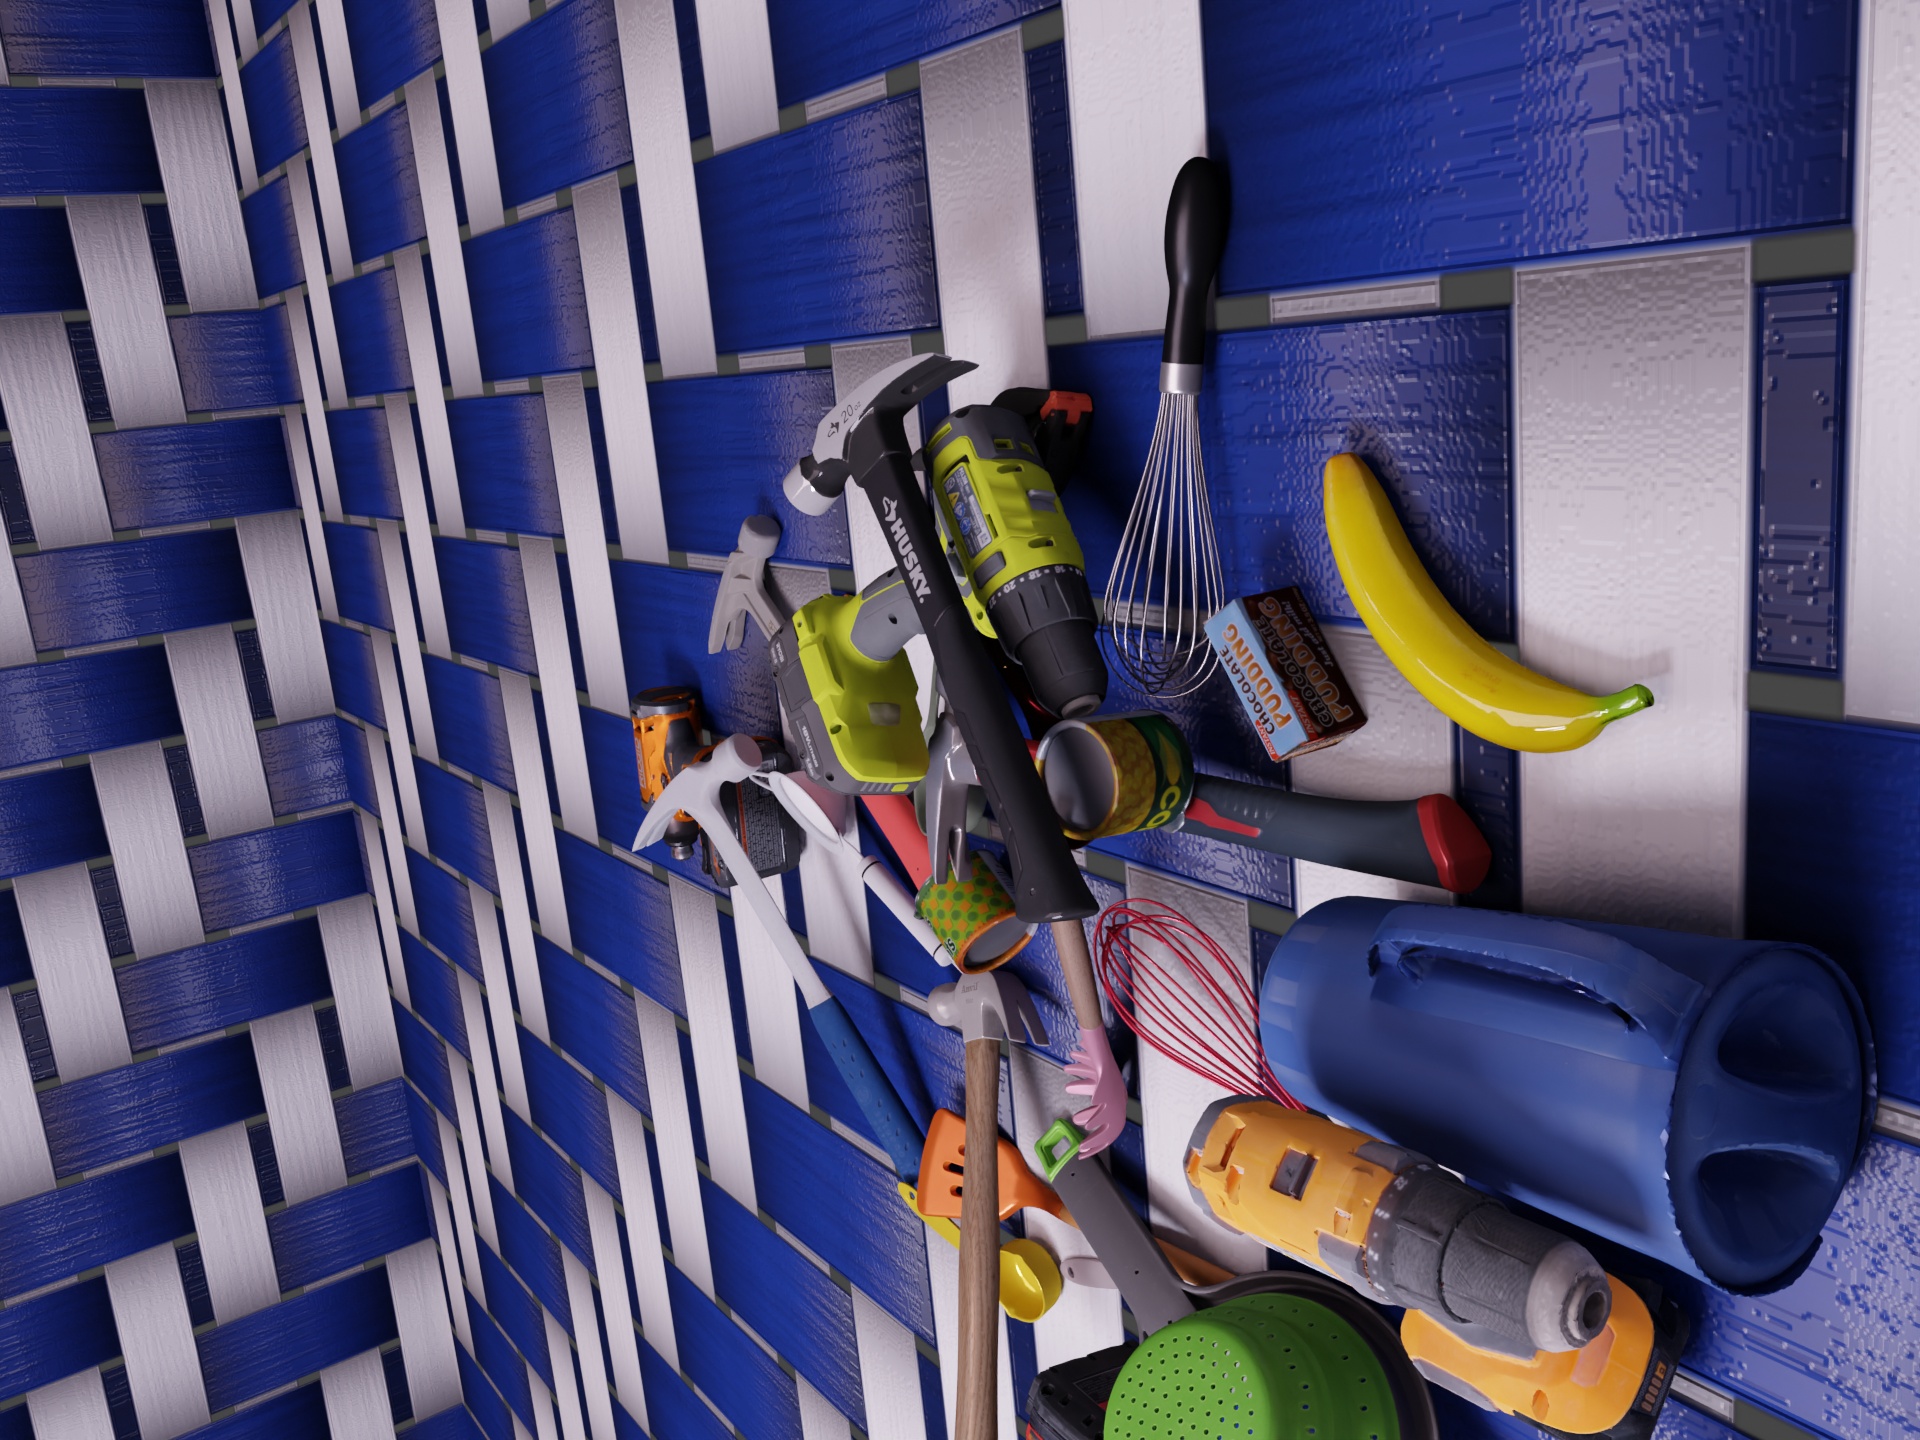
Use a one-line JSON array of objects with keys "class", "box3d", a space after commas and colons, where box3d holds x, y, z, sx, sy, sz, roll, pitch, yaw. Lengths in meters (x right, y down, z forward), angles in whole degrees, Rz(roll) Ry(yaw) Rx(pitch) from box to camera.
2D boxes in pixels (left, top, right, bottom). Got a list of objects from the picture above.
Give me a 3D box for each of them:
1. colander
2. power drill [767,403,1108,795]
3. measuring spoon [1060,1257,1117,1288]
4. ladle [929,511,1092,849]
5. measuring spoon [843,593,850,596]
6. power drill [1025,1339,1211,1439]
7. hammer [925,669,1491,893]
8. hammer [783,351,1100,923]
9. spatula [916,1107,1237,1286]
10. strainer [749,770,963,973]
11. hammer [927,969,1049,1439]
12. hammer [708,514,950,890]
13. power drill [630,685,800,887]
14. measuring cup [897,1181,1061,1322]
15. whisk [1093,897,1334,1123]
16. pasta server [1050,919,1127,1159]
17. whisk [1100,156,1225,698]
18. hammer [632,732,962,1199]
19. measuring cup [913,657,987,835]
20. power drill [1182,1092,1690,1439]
[{"class": "colander", "box3d": [0.115, 0.355, 0.925, 0.204, 0.094, 0.398, -48, 35, 5]}, {"class": "power drill", "box3d": [-0.011, -0.047, 0.944, 0.228, 0.080, 0.191, -40, 60, 40]}, {"class": "measuring spoon", "box3d": [0.100, 0.385, 1.095, 0.124, 0.018, 0.034, -24, 82, 57]}, {"class": "ladle", "box3d": [0.020, -0.052, 1.045, 0.069, 0.031, 0.316, -52, 56, 39]}, {"class": "measuring spoon", "box3d": [-0.062, -0.047, 1.187, 0.117, 0.011, 0.021, 65, 146, 23]}, {"class": "power drill", "box3d": [0.093, 0.534, 1.053, 0.080, 0.187, 0.226, 27, 105, 43]}, {"class": "hammer", "box3d": [0.114, 0.058, 0.894, 0.386, 0.038, 0.143, 11, 102, 48]}, {"class": "hammer", "box3d": [0.001, -0.044, 0.854, 0.146, 0.035, 0.335, -41, 61, 38]}, {"class": "spatula", "box3d": [0.082, 0.342, 1.085, 0.323, 0.041, 0.081, 4, 81, 54]}, {"class": "strainer", "box3d": [-0.074, 0.108, 1.232, 0.259, 0.050, 0.086, 44, 161, 30]}, {"class": "hammer", "box3d": [0.015, 0.333, 1.078, 0.130, 0.031, 0.331, -33, 50, 57]}, {"class": "hammer", "box3d": [-0.099, 0.009, 1.235, 0.359, 0.036, 0.149, 55, 142, 30]}, {"class": "power drill", "box3d": [-0.223, 0.070, 1.407, 0.227, 0.084, 0.164, 24, 122, 55]}, {"class": "measuring cup", "box3d": [0.014, 0.388, 1.194, 0.157, 0.029, 0.062, 30, 126, 37]}, {"class": "whisk", "box3d": [0.177, 0.208, 0.883, 0.296, 0.073, 0.073, 45, 137, 30]}, {"class": "pasta server", "box3d": [0.066, 0.165, 0.949, 0.315, 0.040, 0.060, 75, -176, -45]}, {"class": "whisk", "box3d": [0.113, -0.150, 0.845, 0.070, 0.070, 0.284, 22, 115, 51]}, {"class": "hammer", "box3d": [-0.119, 0.215, 1.259, 0.144, 0.035, 0.405, -34, 85, 31]}, {"class": "measuring cup", "box3d": [-0.002, -0.003, 1.090, 0.083, 0.038, 0.167, -178, 93, -74]}, {"class": "power drill", "box3d": [0.225, 0.242, 0.678, 0.185, 0.226, 0.084, 7, 64, 55]}]
